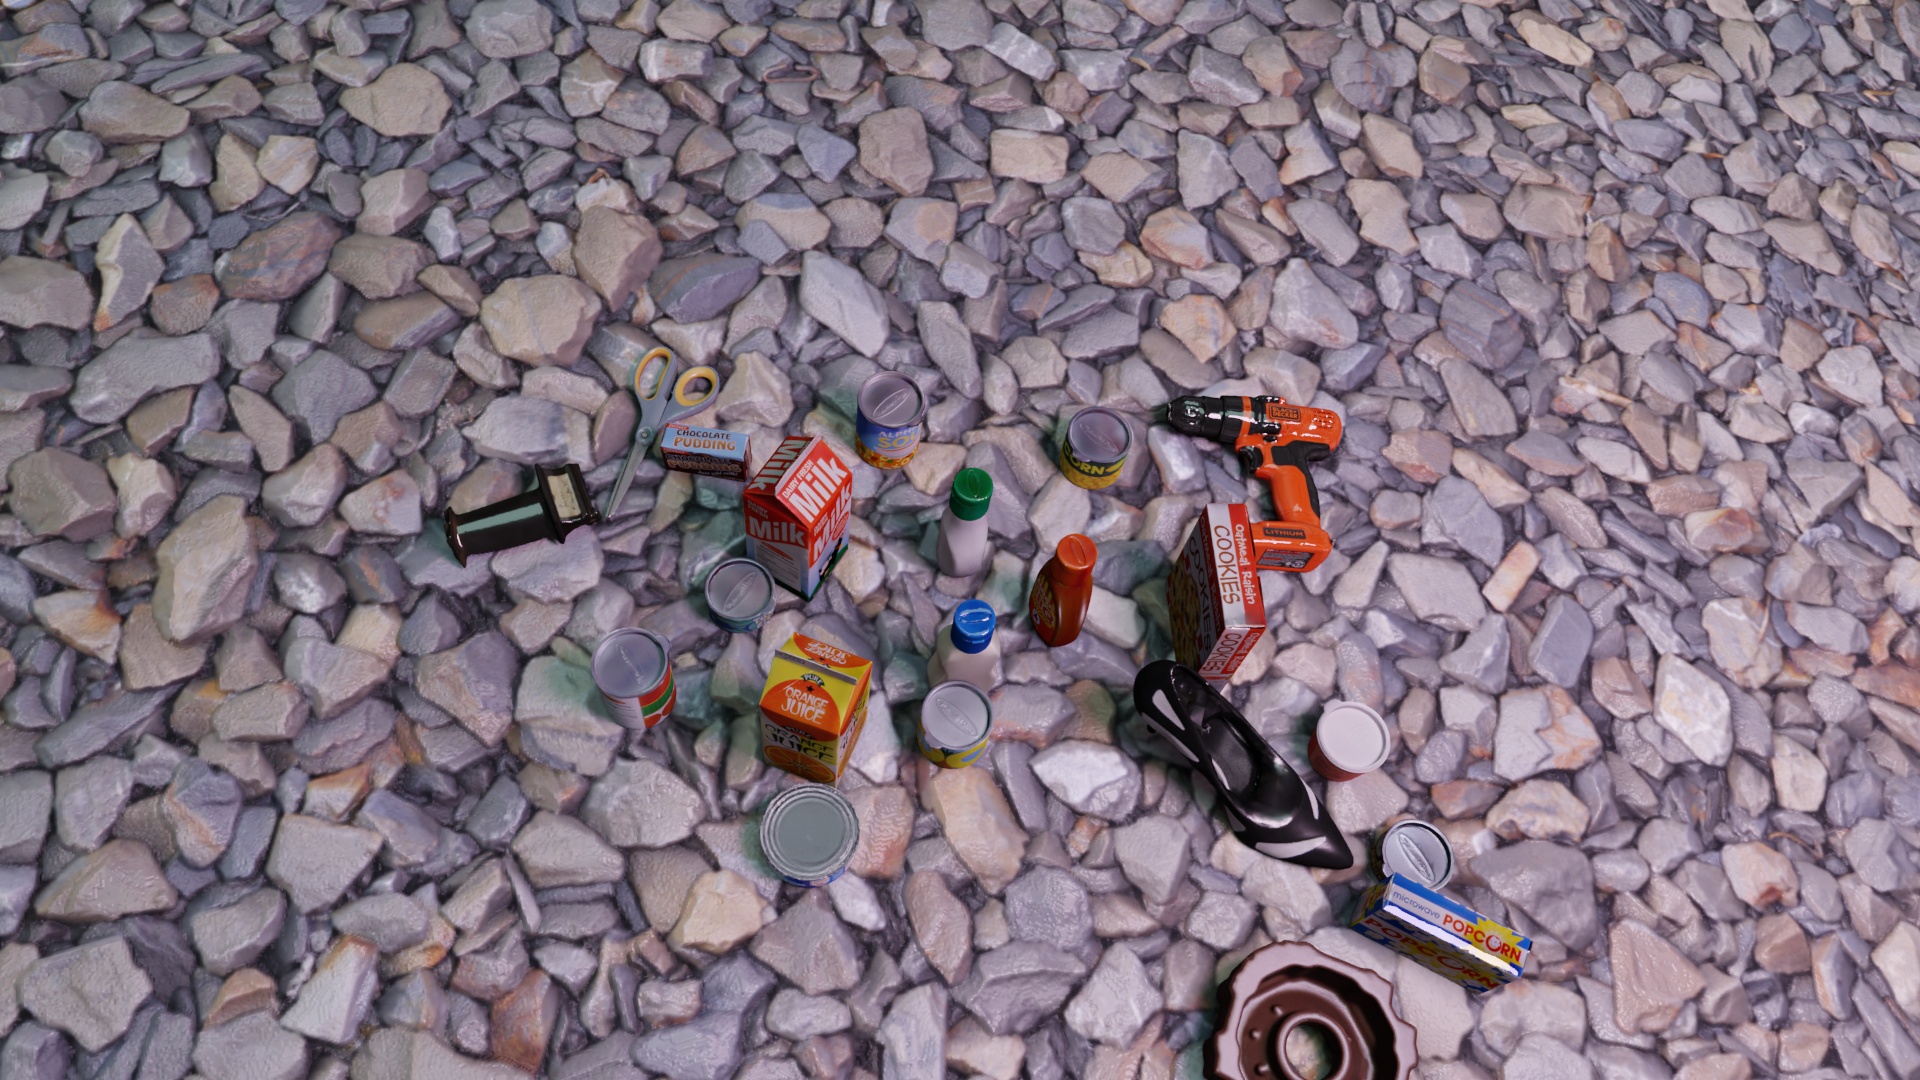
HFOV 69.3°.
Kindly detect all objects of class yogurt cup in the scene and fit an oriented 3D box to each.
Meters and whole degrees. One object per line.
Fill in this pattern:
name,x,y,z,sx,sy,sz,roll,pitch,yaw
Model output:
yogurt cup,0.356,0.189,1.285,0.072,0.053,0.073,3,62,-5

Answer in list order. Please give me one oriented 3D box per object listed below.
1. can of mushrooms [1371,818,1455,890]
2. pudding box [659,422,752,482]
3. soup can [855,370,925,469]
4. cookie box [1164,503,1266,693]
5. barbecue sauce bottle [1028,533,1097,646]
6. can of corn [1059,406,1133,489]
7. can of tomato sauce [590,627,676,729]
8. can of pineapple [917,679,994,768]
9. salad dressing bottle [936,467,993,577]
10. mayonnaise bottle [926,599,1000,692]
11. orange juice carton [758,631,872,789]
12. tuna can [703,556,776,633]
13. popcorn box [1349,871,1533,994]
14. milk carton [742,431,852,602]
can of mushrooms,0.404,0.288,1.249,0.071,0.033,0.071,3,62,-5
pudding box,-0.250,-0.087,1.368,0.084,0.049,0.030,9,62,-1
soup can,-0.069,-0.117,1.383,0.071,0.083,0.071,3,62,-5
cookie box,0.233,0.057,1.277,0.040,0.166,0.123,-1,63,-6
barbecue sauce bottle,0.096,0.043,1.281,0.044,0.147,0.065,-16,65,-14
can of corn,0.135,-0.091,1.407,0.071,0.058,0.071,3,62,-5
can of tomato sauce,-0.287,0.122,1.234,0.071,0.082,0.071,3,62,-5
can of pineapple,-0.007,0.168,1.255,0.071,0.057,0.071,3,62,-5
salad dressing bottle,0.005,-0.016,1.302,0.044,0.147,0.064,-7,64,-10
mayonnaise bottle,0.006,0.099,1.242,0.065,0.147,0.041,-7,64,-9
orange juice carton,-0.123,0.141,1.180,0.072,0.191,0.073,21,62,5
tuna can,-0.205,0.053,1.308,0.071,0.032,0.071,3,62,-5
popcorn box,0.410,0.338,1.194,0.127,0.084,0.038,26,63,8
milk carton,-0.148,-0.026,1.267,0.073,0.189,0.072,29,63,9
